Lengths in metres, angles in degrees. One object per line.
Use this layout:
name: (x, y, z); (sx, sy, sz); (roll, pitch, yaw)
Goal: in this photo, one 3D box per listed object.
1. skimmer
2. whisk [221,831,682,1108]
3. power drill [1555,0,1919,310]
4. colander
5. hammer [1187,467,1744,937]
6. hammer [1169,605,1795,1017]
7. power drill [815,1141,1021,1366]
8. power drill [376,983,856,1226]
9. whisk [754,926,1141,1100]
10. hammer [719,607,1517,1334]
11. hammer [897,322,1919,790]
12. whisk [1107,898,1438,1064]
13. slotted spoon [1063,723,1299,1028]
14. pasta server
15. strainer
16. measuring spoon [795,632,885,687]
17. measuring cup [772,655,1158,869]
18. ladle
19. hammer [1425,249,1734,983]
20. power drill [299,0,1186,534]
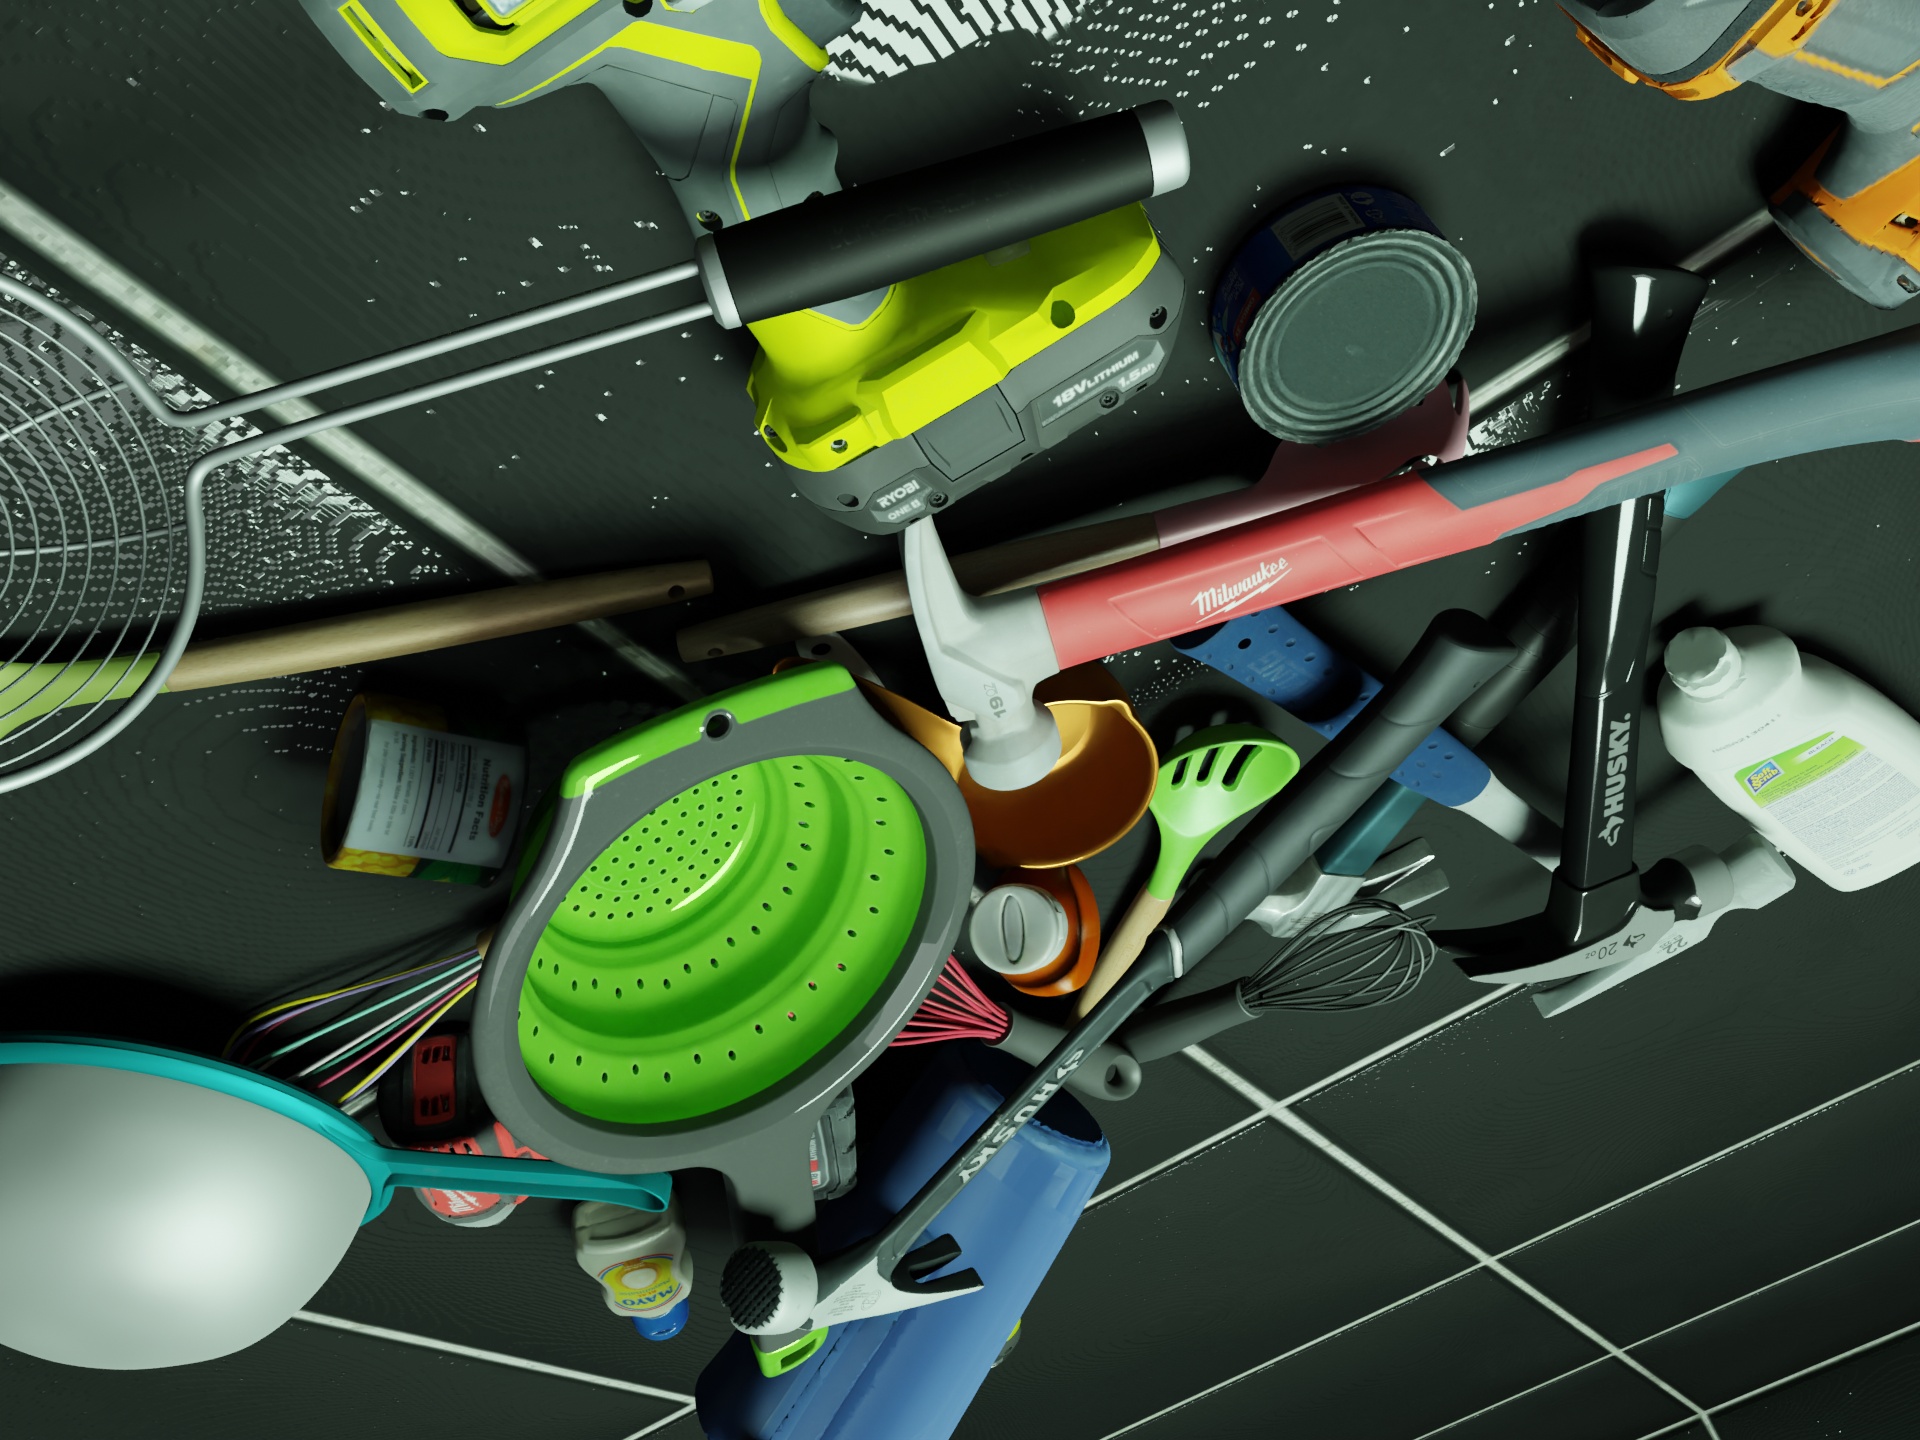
skimmer: (-0.115, -0.083, 0.366); (0.363, 0.090, 0.127); (-18, 104, -2)
whisk: (-0.226, 0.110, 0.698); (0.245, 0.047, 0.051); (-30, 148, 6)
power drill: (0.289, -0.230, 0.475); (0.226, 0.084, 0.164); (13, 131, -38)
colander: (-0.102, 0.131, 0.662); (0.204, 0.095, 0.396); (-22, 132, -26)
hammer: (0.240, -0.004, 0.749); (0.128, 0.033, 0.330); (7, 134, -27)
hammer: (0.237, 0.039, 0.739); (0.405, 0.035, 0.144); (29, 122, -35)
power drill: (-0.014, 0.337, 1.011); (0.171, 0.080, 0.223); (-6, 136, -13)
power drill: (-0.166, 0.202, 0.799); (0.219, 0.079, 0.143); (-7, 139, -9)
whisk: (0.007, 0.147, 0.799); (0.073, 0.073, 0.295); (-37, 137, 21)
hammer: (0.077, 0.112, 0.663); (0.409, 0.036, 0.149); (-48, 145, 11)
hammer: (0.170, -0.087, 0.553); (0.386, 0.038, 0.143); (-17, 129, 3)
whisk: (0.156, 0.146, 0.848); (0.055, 0.055, 0.239); (15, 148, -34)
slotted spoon: (0.092, 0.101, 0.818); (0.070, 0.031, 0.313); (3, 138, -16)
pasta server: (0.046, -0.071, 0.606); (0.316, 0.040, 0.060); (-14, 140, 1)
strainer: (-0.300, 0.227, 0.686); (0.340, 0.095, 0.210); (3, 141, 2)
measuring spoon: (-0.035, 0.000, 0.659); (0.034, 0.018, 0.124); (-26, 139, 10)
measuring cup: (-0.001, -0.002, 0.648); (0.173, 0.052, 0.095); (23, 117, -25)
ladle: (-0.240, -0.014, 0.537); (0.320, 0.062, 0.078); (-11, 133, -13)
hammer: (0.264, -0.028, 0.655); (0.146, 0.035, 0.334); (-19, 124, -12)
power drill: (-0.029, -0.171, 0.421); (0.190, 0.080, 0.228); (-28, 137, 12)
